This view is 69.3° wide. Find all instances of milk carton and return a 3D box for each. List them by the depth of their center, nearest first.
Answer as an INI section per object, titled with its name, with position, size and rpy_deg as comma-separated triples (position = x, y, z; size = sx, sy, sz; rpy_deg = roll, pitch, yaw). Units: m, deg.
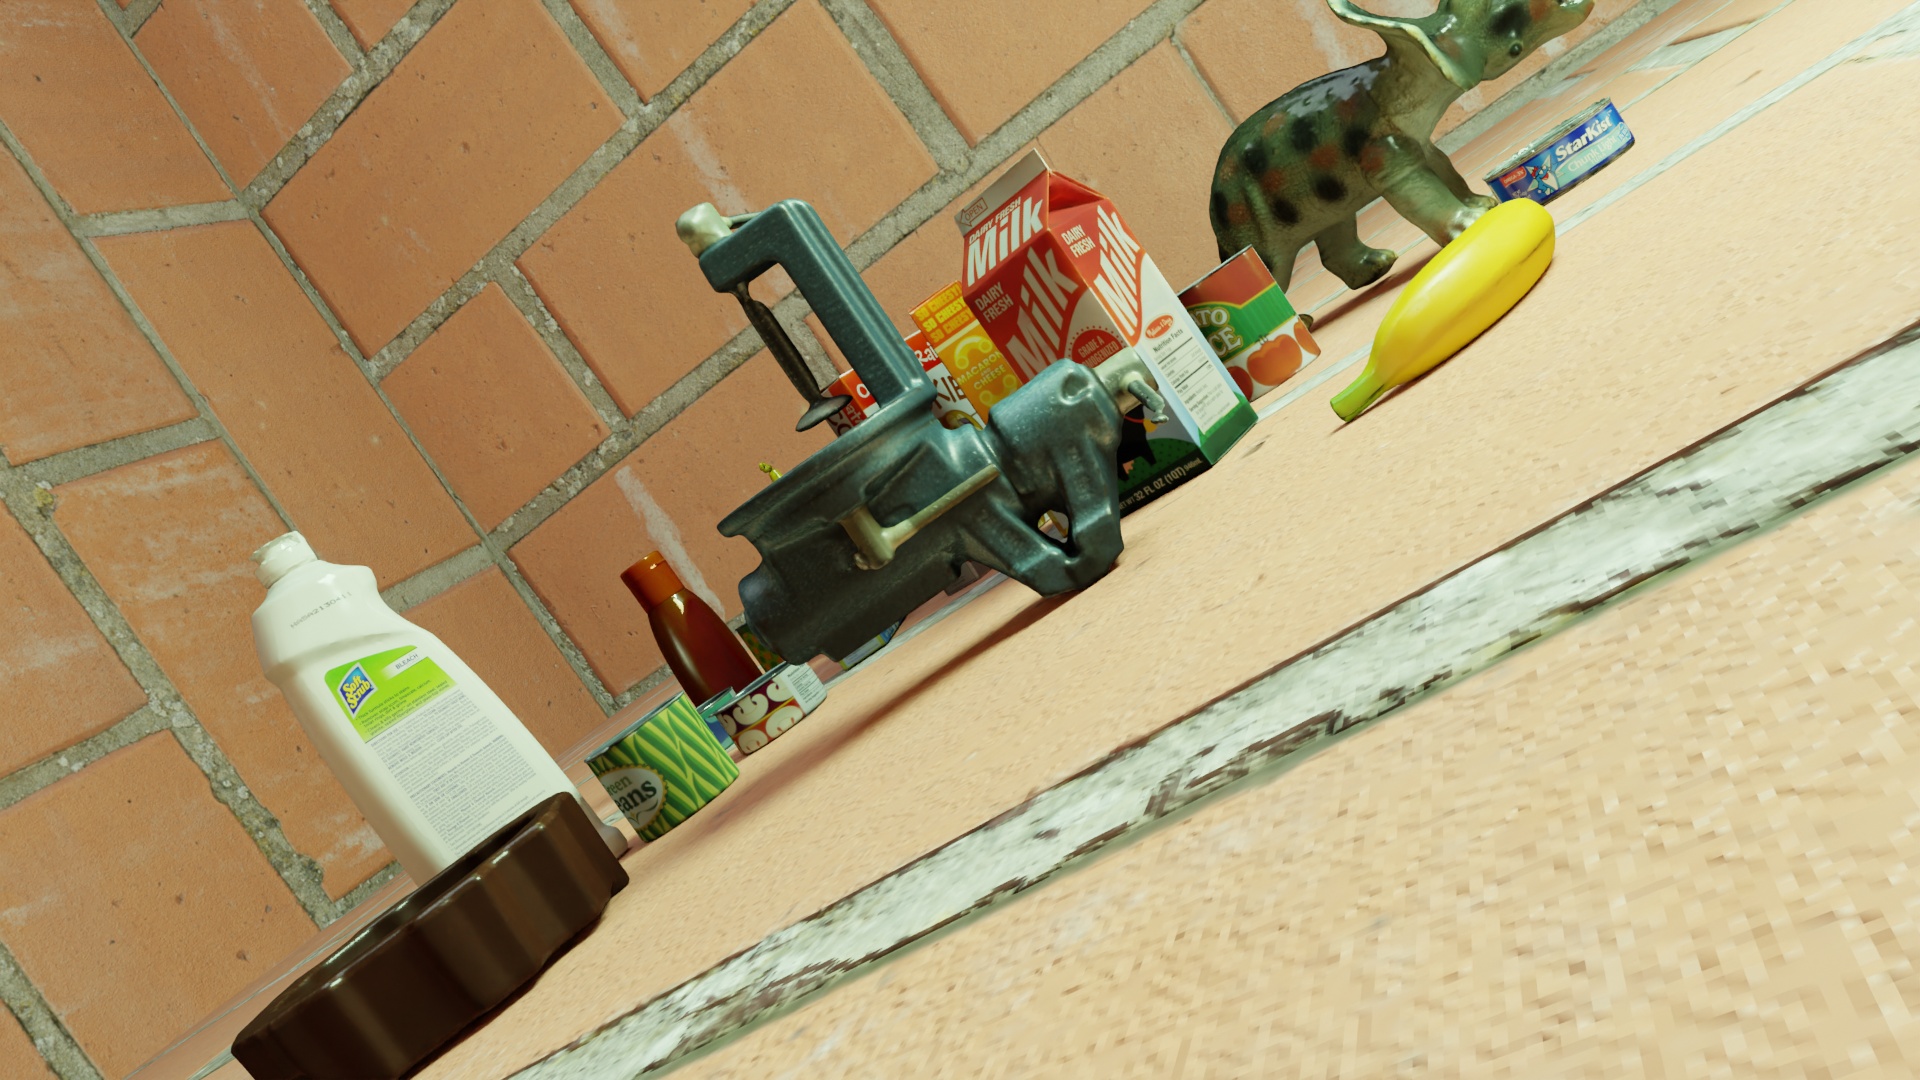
[milk carton]
position = 0.071, -0.116, 0.759
size = 0.072, 0.190, 0.074
rpy_deg = -32, 4, 41

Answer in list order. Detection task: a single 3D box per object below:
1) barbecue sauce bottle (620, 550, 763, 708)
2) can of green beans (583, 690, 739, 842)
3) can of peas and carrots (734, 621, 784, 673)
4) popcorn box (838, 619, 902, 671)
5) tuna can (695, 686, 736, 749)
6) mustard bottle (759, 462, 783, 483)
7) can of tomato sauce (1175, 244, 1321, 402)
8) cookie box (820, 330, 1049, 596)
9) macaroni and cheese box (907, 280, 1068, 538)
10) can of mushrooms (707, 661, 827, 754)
[barbecue sauce bottle]
position = -0.211, 0.078, 1.098
size = 0.043, 0.148, 0.065
rpy_deg = -33, 4, 30
[can of green beans]
position = -0.167, 0.127, 0.781
size = 0.071, 0.058, 0.071
rpy_deg = -34, 3, 2
[can of peas and carrots]
position = -0.155, 0.083, 1.229
size = 0.071, 0.058, 0.071
rpy_deg = -34, 3, 2
[popcorn box]
position = -0.081, 0.035, 0.981
size = 0.038, 0.085, 0.127
rpy_deg = -34, 4, 8
[tuna can]
position = -0.183, 0.137, 0.986
size = 0.071, 0.033, 0.071
rpy_deg = -34, 4, 2
[mustard bottle]
position = -0.112, 0.000, 1.132
size = 0.065, 0.160, 0.049
rpy_deg = -34, 3, 20
[can of tomato sauce]
position = 0.180, -0.136, 0.892
size = 0.071, 0.083, 0.071
rpy_deg = -35, 3, 2
[cookie box]
position = -0.013, -0.062, 0.986
size = 0.040, 0.167, 0.123
rpy_deg = -32, 5, 44
[macaroni and cheese box]
position = 0.033, -0.086, 0.892
size = 0.040, 0.166, 0.124
rpy_deg = -34, 3, 5
[can of mushrooms]
position = -0.119, 0.102, 0.863
size = 0.071, 0.033, 0.071
rpy_deg = -34, 4, 2
